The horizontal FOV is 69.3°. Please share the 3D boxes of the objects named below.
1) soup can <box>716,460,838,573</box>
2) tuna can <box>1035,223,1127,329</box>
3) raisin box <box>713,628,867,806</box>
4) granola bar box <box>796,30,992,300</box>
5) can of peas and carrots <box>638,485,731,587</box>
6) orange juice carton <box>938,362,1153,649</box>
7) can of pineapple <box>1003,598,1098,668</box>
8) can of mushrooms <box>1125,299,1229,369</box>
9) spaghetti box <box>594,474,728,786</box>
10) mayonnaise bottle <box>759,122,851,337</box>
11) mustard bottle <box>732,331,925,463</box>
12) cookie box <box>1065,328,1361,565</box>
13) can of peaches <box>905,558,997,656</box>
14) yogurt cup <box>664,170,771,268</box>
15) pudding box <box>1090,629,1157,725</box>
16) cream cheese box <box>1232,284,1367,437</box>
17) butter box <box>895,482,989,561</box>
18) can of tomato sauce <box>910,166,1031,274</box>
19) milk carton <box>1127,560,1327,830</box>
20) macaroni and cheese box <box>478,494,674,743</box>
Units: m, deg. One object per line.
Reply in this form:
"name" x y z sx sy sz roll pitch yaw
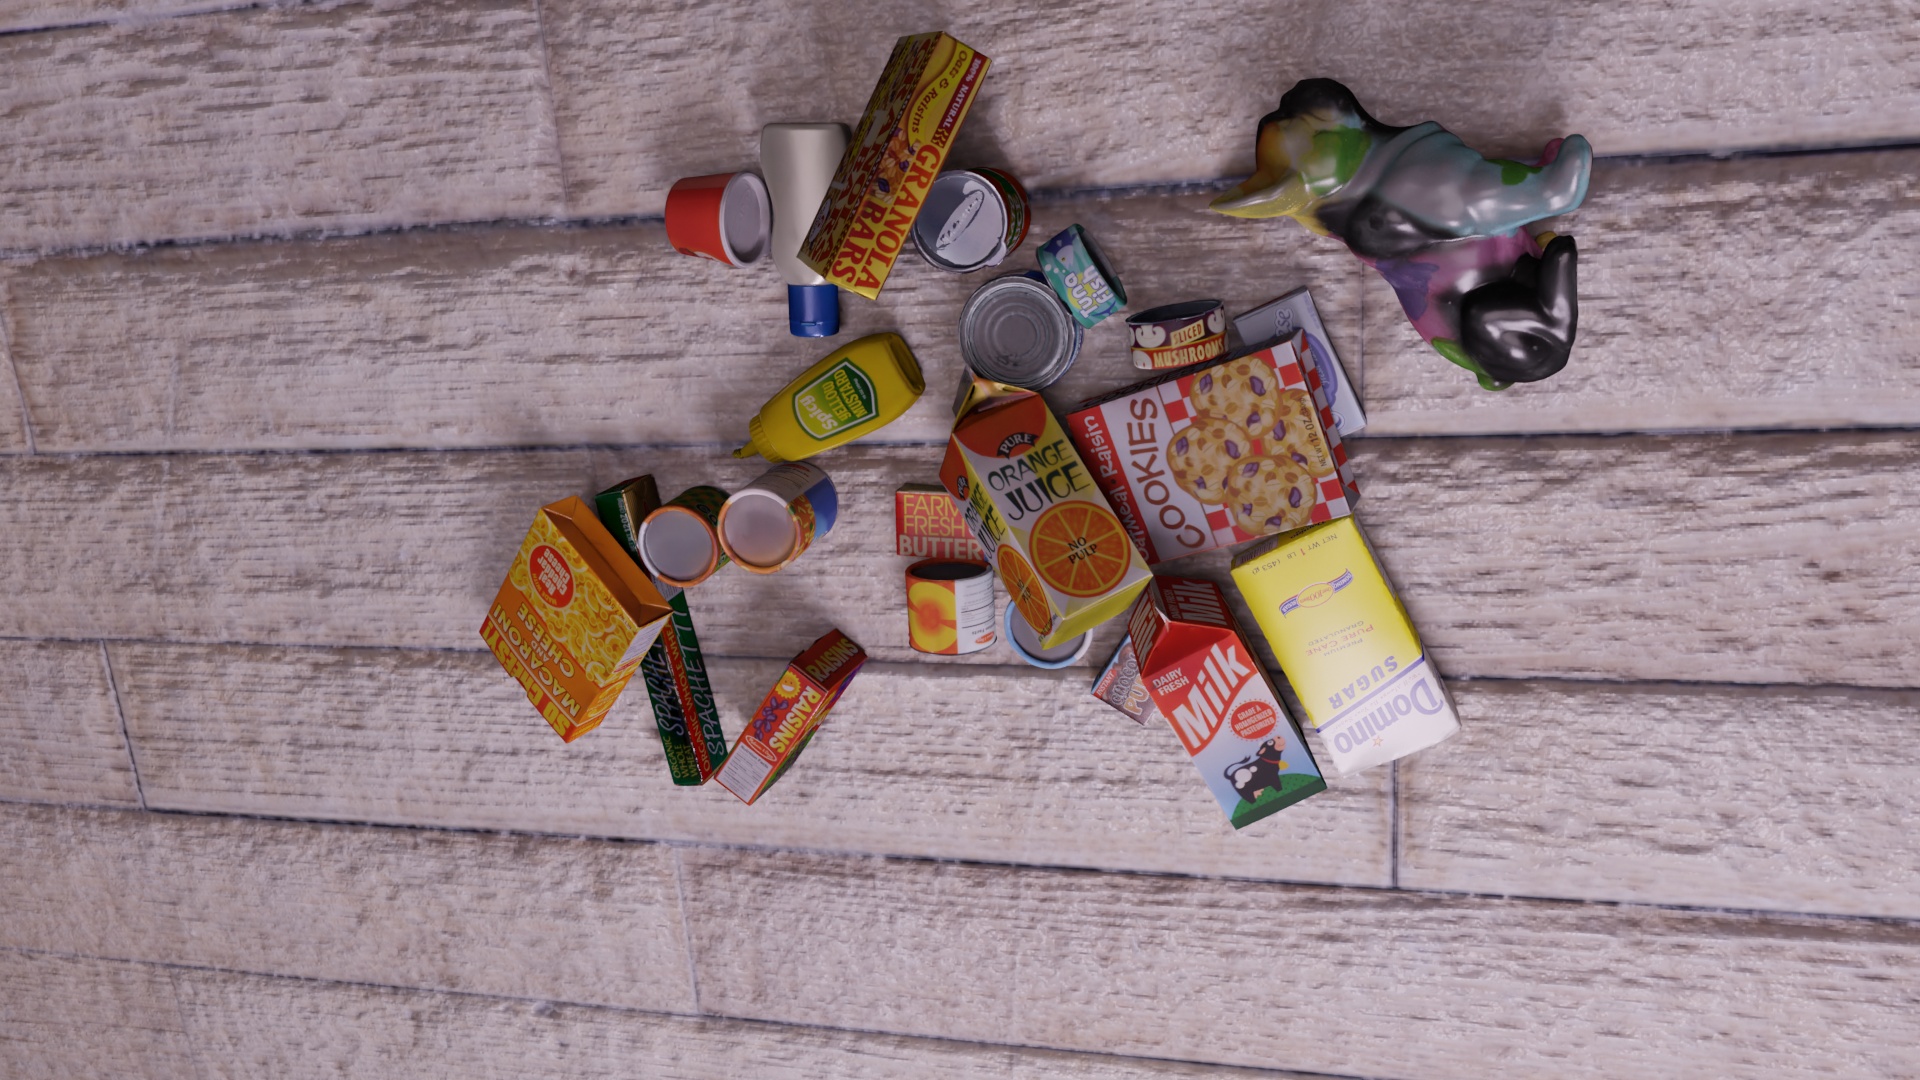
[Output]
"soup can" -0.135 -0.015 1.034 0.071 0.084 0.071 4 108 13
"tuna can" 0.082 -0.178 0.937 0.032 0.071 0.071 -31 97 20
"raisin box" -0.131 0.135 1.076 0.040 0.086 0.123 38 112 6
"granola bar box" -0.047 -0.244 0.904 0.039 0.124 0.165 24 100 -21
"can of peas and carrots" -0.204 -0.004 1.068 0.071 0.059 0.070 4 108 13
"orange juice carton" 0.046 -0.029 0.959 0.073 0.071 0.193 -26 74 -17
"can of pineapple" 0.067 0.053 1.016 0.071 0.058 0.070 4 107 14
"can of mushrooms" 0.146 -0.138 0.932 0.071 0.071 0.033 -7 106 16
"spaghetti box" -0.236 0.074 1.104 0.028 0.050 0.249 -8 104 19
"mayonnaise bottle" -0.107 -0.221 0.989 0.065 0.041 0.147 2 108 8
"mustard bottle" -0.105 -0.094 1.021 0.160 0.049 0.065 -28 96 20
"cookie box" 0.170 -0.058 0.949 0.167 0.040 0.122 -16 102 30
"can of peaches" -0.009 0.047 1.030 0.071 0.071 0.058 1 107 14
"yogurt cup" -0.174 -0.230 0.992 0.054 0.073 0.072 8 108 21
"pudding box" 0.138 0.088 1.023 0.050 0.030 0.083 32 111 3
"cream cheese box" 0.231 -0.115 0.941 0.053 0.024 0.103 -23 99 21
"butter box" 0.004 -0.013 1.031 0.103 0.024 0.053 3 106 13
"can of tomato sauce" 0.010 -0.217 0.937 0.071 0.083 0.071 4 108 13
"milk carton" 0.176 0.101 0.965 0.073 0.072 0.190 -29 112 12
"macaroni and cheese box" -0.306 0.064 1.088 0.124 0.040 0.165 48 128 12
